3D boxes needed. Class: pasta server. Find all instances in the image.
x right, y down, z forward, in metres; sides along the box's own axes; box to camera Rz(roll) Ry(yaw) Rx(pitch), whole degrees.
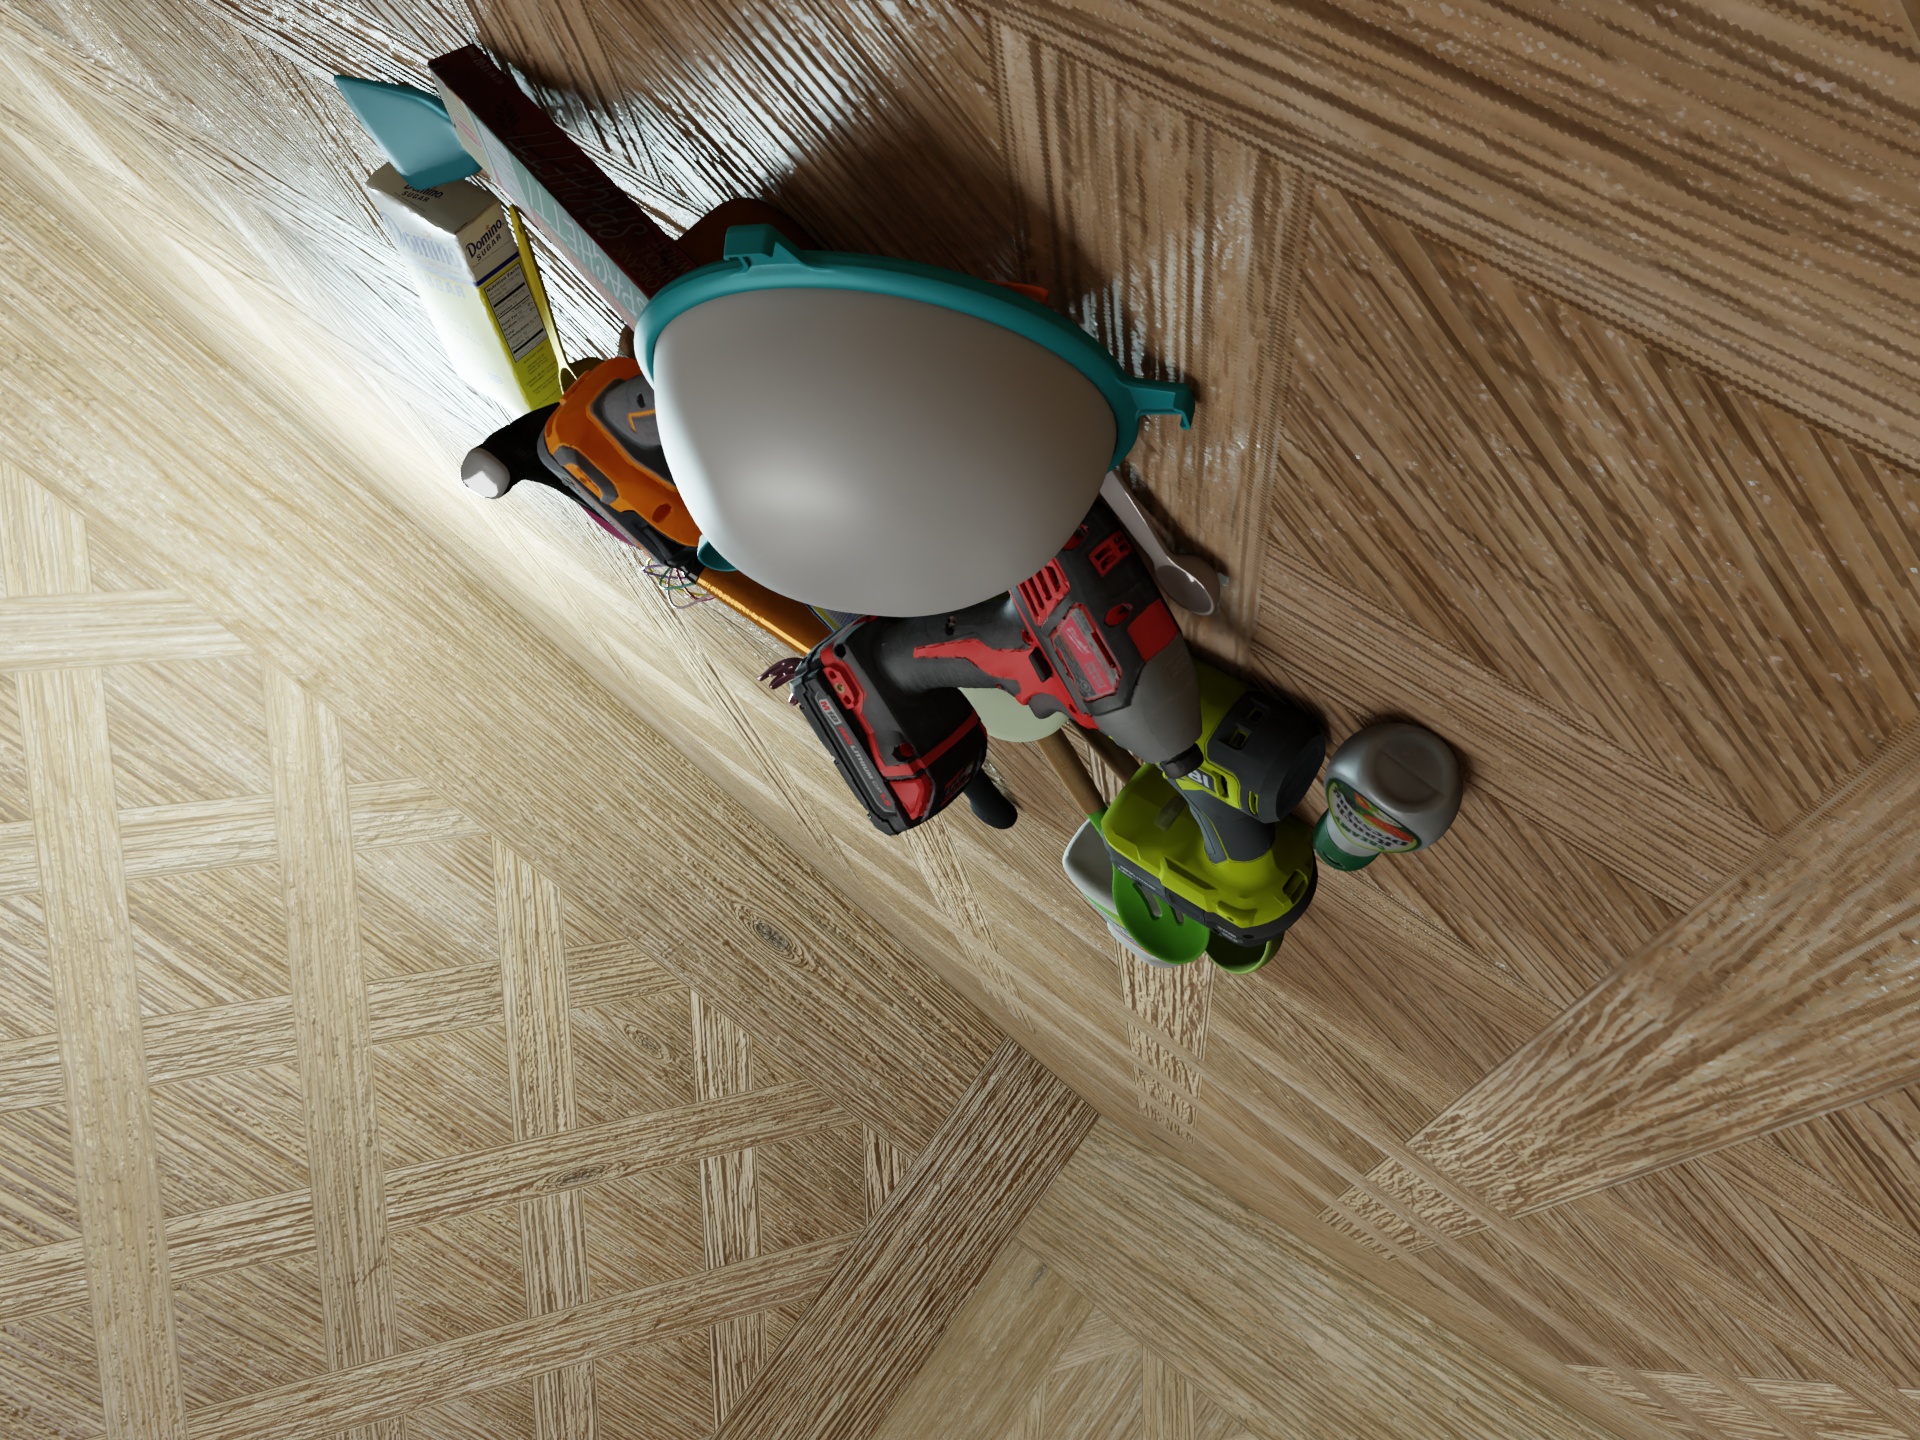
[{"bbox_3d":[-0.103,-0.015,1.210,0.060,0.040,0.316,39,177,-16],"label":"pasta server"}]

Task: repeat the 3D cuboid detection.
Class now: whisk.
[{"bbox_3d":[-0.150,-0.111,1.128,0.245,0.051,0.047,-1,120,50],"label":"whisk"}]

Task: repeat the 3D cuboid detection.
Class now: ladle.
[{"bbox_3d":[0.120,0.057,1.076,0.320,0.062,0.078,47,154,-25],"label":"ladle"}]

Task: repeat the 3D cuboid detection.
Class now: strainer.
[{"bbox_3d":[-0.064,-0.086,0.710,0.211,0.095,0.340,15,163,-23],"label":"strainer"}]

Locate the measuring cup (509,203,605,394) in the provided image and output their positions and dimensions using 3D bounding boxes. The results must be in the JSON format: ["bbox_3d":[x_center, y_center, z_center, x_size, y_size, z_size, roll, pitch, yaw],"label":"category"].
[{"bbox_3d":[-0.245,-0.249,1.003,0.062,0.029,0.156,23,134,58],"label":"measuring cup"}]

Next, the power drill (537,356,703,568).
[{"bbox_3d":[-0.137,-0.160,0.898,0.164,0.084,0.226,42,153,-18],"label":"power drill"}]

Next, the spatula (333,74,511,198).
[{"bbox_3d":[-0.244,-0.279,0.854,0.318,0.044,0.082,43,169,38],"label":"spatula"}]

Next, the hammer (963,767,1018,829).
[{"bbox_3d":[-0.023,0.002,1.293,0.149,0.036,0.408,24,165,28],"label":"hammer"}]

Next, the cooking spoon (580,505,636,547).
[{"bbox_3d":[-0.168,-0.099,1.107,0.319,0.017,0.068,36,149,12],"label":"cooking spoon"}]

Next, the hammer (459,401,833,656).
[{"bbox_3d":[-0.155,-0.096,1.044,0.337,0.034,0.127,33,-151,-4],"label":"hammer"}]

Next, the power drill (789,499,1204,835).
[{"bbox_3d":[0.024,-0.016,0.826,0.219,0.078,0.143,-20,106,46],"label":"power drill"}]

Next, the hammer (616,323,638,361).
[{"bbox_3d":[-0.238,-0.221,1.139,0.130,0.031,0.331,41,167,-11],"label":"hammer"}]

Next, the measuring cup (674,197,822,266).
[{"bbox_3d":[-0.069,-0.190,0.713,0.174,0.052,0.095,25,158,52],"label":"measuring cup"}]

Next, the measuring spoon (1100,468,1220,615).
[{"bbox_3d":[0.083,-0.099,0.730,0.124,0.018,0.034,51,162,-22],"label":"measuring spoon"}]

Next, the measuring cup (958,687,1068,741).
[{"bbox_3d":[-0.002,-0.003,0.993,0.083,0.167,0.038,51,-153,-27],"label":"measuring cup"}]

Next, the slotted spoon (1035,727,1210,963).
[{"bbox_3d":[0.077,0.037,1.043,0.070,0.031,0.313,-16,118,39],"label":"slotted spoon"}]

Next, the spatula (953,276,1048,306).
[{"bbox_3d":[0.018,-0.127,0.736,0.081,0.041,0.322,9,162,12],"label":"spatula"}]

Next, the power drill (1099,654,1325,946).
[{"bbox_3d":[0.129,0.033,0.923,0.171,0.080,0.223,30,161,29],"label":"power drill"}]
